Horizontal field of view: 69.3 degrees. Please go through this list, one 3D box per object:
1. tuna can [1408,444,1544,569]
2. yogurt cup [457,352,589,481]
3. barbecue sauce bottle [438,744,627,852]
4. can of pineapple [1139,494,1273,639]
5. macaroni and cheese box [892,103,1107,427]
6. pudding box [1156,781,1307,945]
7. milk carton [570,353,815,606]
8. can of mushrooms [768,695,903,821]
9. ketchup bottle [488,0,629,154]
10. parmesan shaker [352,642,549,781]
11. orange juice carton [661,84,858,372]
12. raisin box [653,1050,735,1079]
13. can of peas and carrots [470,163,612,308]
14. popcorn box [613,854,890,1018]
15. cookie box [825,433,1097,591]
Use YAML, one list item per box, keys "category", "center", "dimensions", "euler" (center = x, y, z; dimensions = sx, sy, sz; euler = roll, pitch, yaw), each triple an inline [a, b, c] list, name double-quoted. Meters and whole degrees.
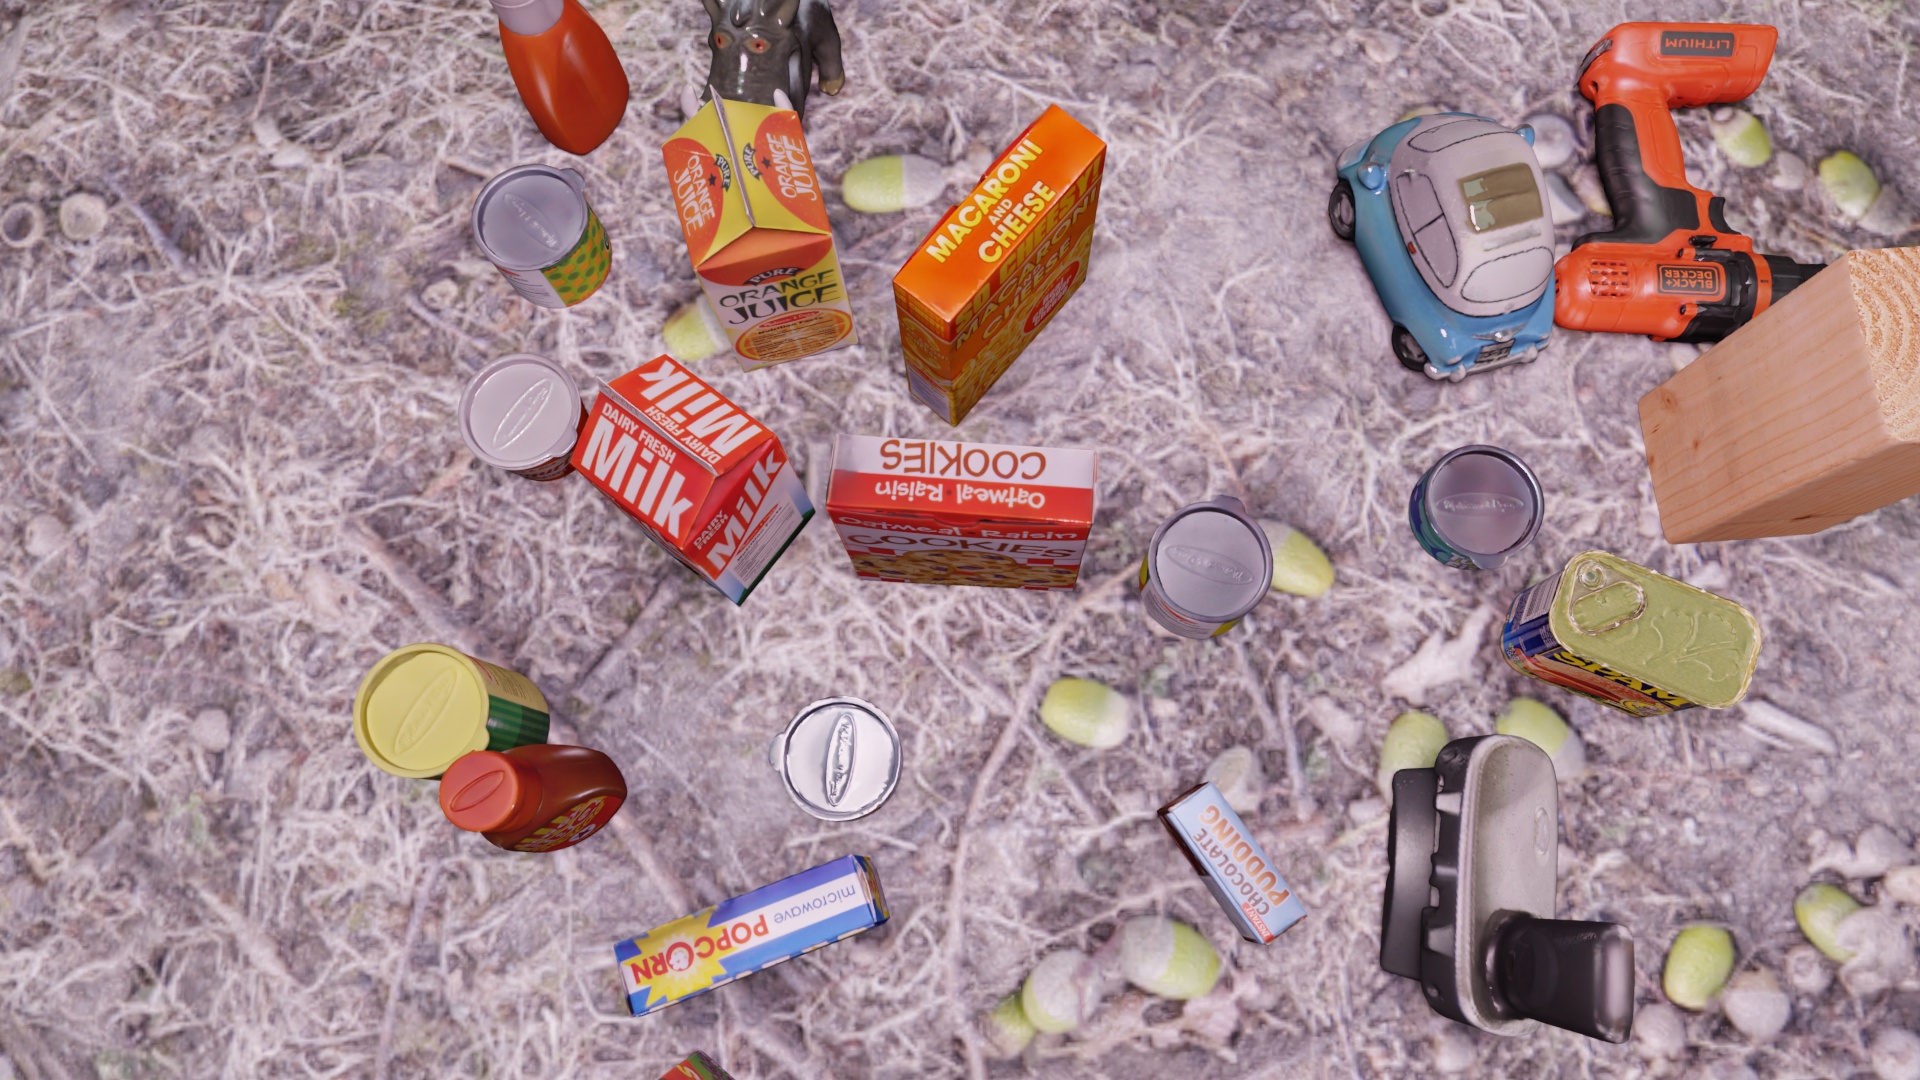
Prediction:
- category: "tuna can"
  center: [0.288, -0.015, 0.777]
  dimensions: [0.071, 0.032, 0.071]
  euler: [0, 77, 1]
- category: "yogurt cup"
  center: [-0.243, -0.066, 0.788]
  dimensions: [0.072, 0.054, 0.072]
  euler: [0, 77, 1]
- category: "barbecue sauce bottle"
  center: [-0.215, 0.128, 0.692]
  dimensions: [0.065, 0.148, 0.044]
  euler: [-34, 79, -6]
- category: "can of pineapple"
  center: [0.134, 0.016, 0.759]
  dimensions: [0.071, 0.057, 0.071]
  euler: [0, 77, 1]
- category: "macaroni and cheese box"
  center: [0.020, -0.140, 0.743]
  dimensions: [0.040, 0.166, 0.124]
  euler: [39, 81, 9]
- category: "pudding box"
  center: [0.140, 0.168, 0.726]
  dimensions: [0.030, 0.049, 0.084]
  euler: [-34, 78, -6]
- category: "milk carton"
  center: [-0.134, -0.031, 0.707]
  dimensions: [0.072, 0.190, 0.073]
  euler: [36, 80, 9]
- category: "can of mushrooms"
  center: [-0.066, 0.118, 0.751]
  dimensions: [0.071, 0.033, 0.071]
  euler: [0, 77, 1]
- category: "ketchup bottle"
  center: [-0.232, -0.282, 0.791]
  dimensions: [0.043, 0.148, 0.065]
  euler: [26, 79, 7]
- category: "parmesan shaker"
  center: [-0.259, 0.095, 0.724]
  dimensions: [0.071, 0.103, 0.071]
  euler: [0, 77, 1]
- category: "orange juice carton"
  center: [-0.105, -0.161, 0.737]
  dimensions: [0.073, 0.192, 0.072]
  euler: [-15, 77, -2]
- category: "raisin box"
  center: [-0.116, 0.293, 0.663]
  dimensions: [0.086, 0.123, 0.040]
  euler: [39, 81, 9]
- category: "can of peas and carrots"
  center: [-0.242, -0.179, 0.813]
  dimensions: [0.071, 0.058, 0.071]
  euler: [0, 77, 1]
- category: "popcorn box"
  center: [-0.102, 0.199, 0.705]
  dimensions: [0.127, 0.085, 0.038]
  euler: [-20, 77, -4]
- category: "cookie box"
  center: [0.003, -0.009, 0.711]
  dimensions: [0.123, 0.167, 0.040]
  euler: [3, 77, 2]
